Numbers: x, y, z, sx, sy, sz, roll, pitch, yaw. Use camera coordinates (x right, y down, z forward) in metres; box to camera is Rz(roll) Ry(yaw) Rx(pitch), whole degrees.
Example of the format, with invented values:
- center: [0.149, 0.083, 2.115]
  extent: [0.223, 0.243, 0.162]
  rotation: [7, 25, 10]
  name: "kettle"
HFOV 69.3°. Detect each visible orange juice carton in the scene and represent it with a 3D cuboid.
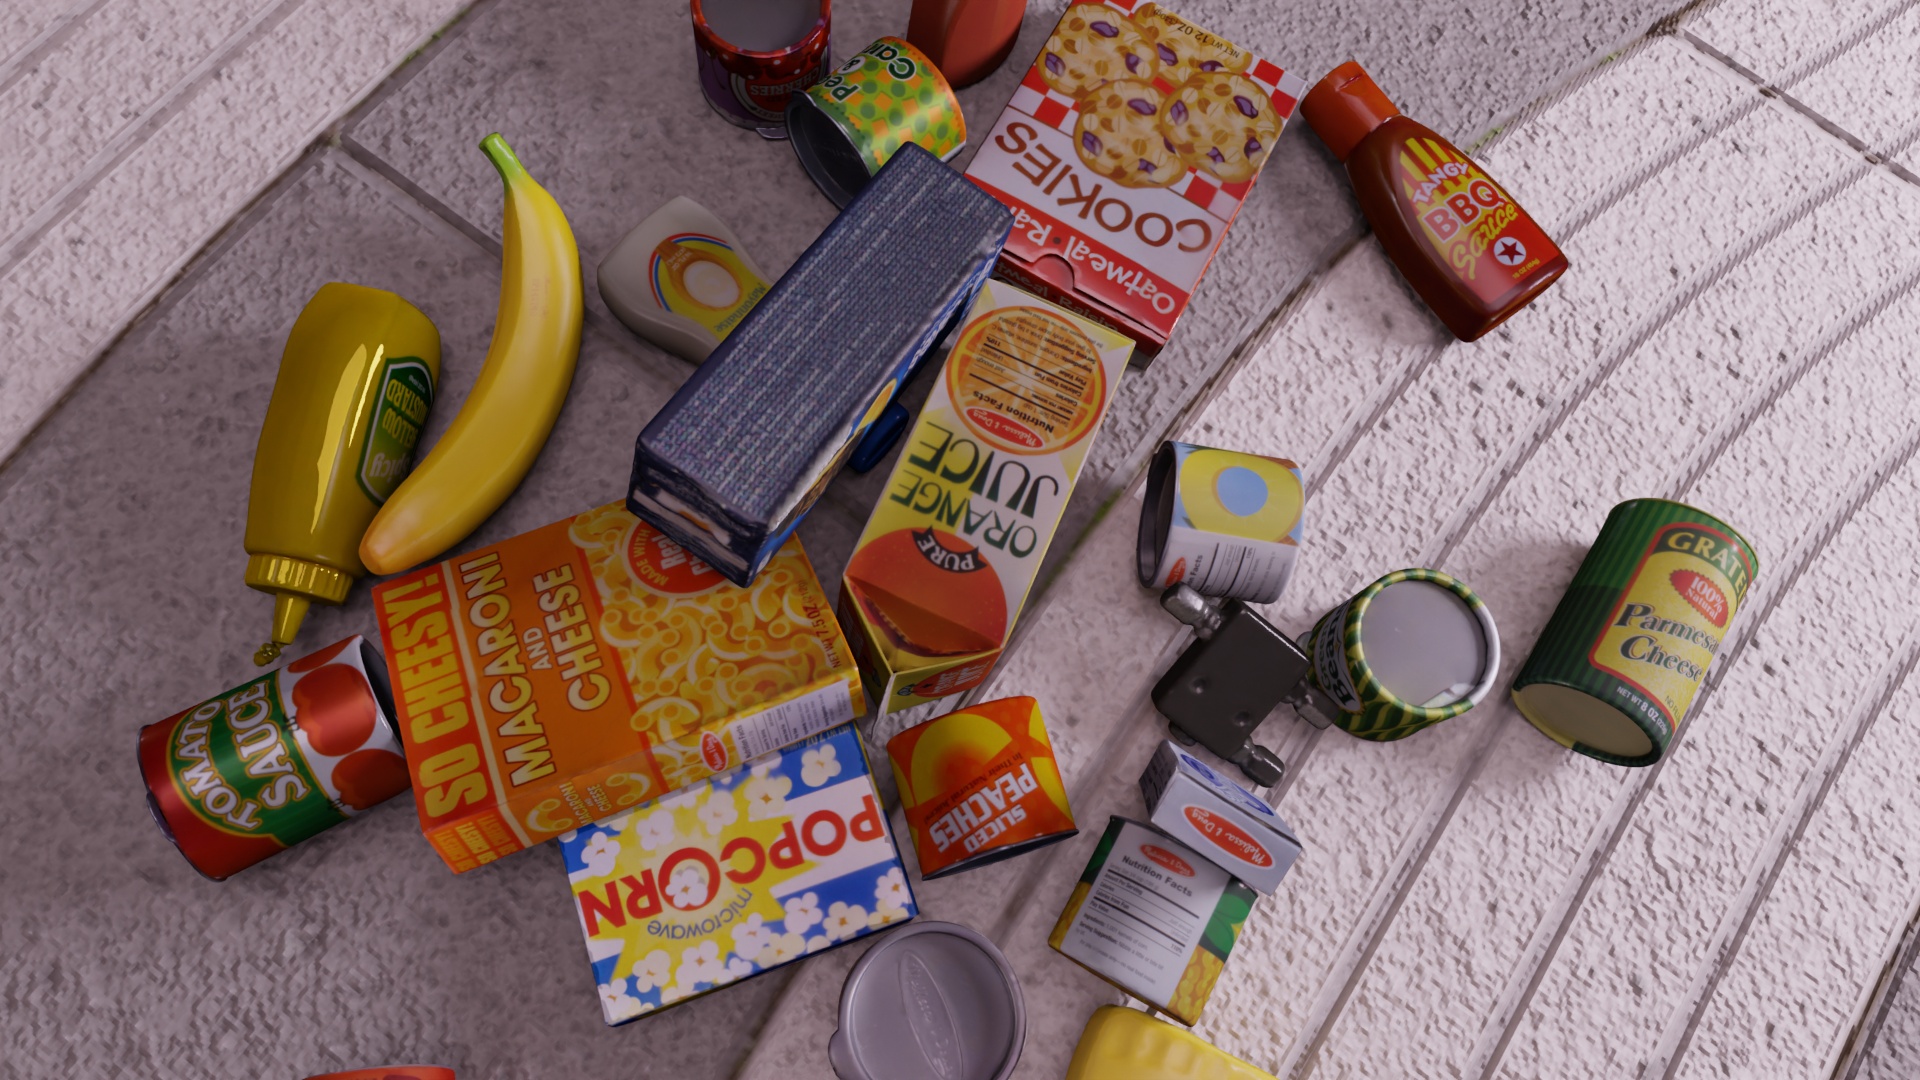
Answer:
- center: [0.002, -0.007, 0.595]
  extent: [0.073, 0.071, 0.193]
  rotation: [24, 71, 0]
  name: "orange juice carton"

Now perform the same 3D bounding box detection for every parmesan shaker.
- center: [0.301, 0.043, 0.617]
  extent: [0.071, 0.071, 0.103]
  rotation: [35, 72, 5]
  name: "parmesan shaker"

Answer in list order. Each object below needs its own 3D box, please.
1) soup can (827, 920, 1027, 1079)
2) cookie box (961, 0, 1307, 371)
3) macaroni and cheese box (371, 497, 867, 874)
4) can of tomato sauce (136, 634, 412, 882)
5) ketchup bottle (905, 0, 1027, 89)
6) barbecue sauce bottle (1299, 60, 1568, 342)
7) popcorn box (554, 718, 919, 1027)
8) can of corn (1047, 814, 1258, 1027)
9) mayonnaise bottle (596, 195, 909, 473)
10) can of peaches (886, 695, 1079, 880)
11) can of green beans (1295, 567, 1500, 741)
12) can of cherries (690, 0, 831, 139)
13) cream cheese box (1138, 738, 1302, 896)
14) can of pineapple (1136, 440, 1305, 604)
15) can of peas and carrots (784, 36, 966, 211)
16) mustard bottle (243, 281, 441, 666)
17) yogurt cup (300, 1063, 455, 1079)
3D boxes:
- center: [-0.016, 0.181, 0.525]
  extent: [0.071, 0.083, 0.071]
  rotation: [2, 72, -6]
  name: "soup can"
- center: [0.077, -0.182, 0.677]
  extent: [0.123, 0.040, 0.168]
  rotation: [29, 71, 3]
  name: "cookie box"
- center: [-0.138, 0.045, 0.559]
  extent: [0.167, 0.040, 0.124]
  rotation: [-20, 54, -12]
  name: "macaroni and cheese box"
- center: [-0.259, 0.082, 0.537]
  extent: [0.083, 0.071, 0.071]
  rotation: [-26, 77, -14]
  name: "can of tomato sauce"
- center: [0.010, -0.273, 0.642]
  extent: [0.065, 0.148, 0.043]
  rotation: [-42, 83, -16]
  name: "ketchup bottle"
- center: [0.229, -0.172, 0.690]
  extent: [0.065, 0.043, 0.149]
  rotation: [-34, 78, -14]
  name: "barbecue sauce bottle"
- center: [-0.090, 0.132, 0.557]
  extent: [0.127, 0.038, 0.085]
  rotation: [-17, 75, -11]
  name: "popcorn box"
- center: [0.077, 0.152, 0.556]
  extent: [0.071, 0.071, 0.058]
  rotation: [30, 75, 3]
  name: "can of corn"
- center: [-0.090, -0.089, 0.627]
  extent: [0.148, 0.041, 0.065]
  rotation: [39, 69, 6]
  name: "mayonnaise bottle"
- center: [0.008, 0.100, 0.562]
  extent: [0.071, 0.071, 0.058]
  rotation: [-14, 73, -11]
  name: "can of peaches"
- center: [0.191, 0.051, 0.605]
  extent: [0.071, 0.057, 0.071]
  rotation: [2, 72, -6]
  name: "can of green beans"
- center: [-0.093, -0.239, 0.667]
  extent: [0.071, 0.058, 0.071]
  rotation: [2, 72, -6]
  name: "can of cherries"
- center: [0.100, 0.107, 0.553]
  extent: [0.053, 0.104, 0.024]
  rotation: [32, 91, 5]
  name: "cream cheese box"
- center: [0.114, -0.009, 0.612]
  extent: [0.058, 0.070, 0.071]
  rotation: [9, 72, -4]
  name: "can of pineapple"
- center: [-0.041, -0.195, 0.653]
  extent: [0.059, 0.070, 0.071]
  rotation: [-41, 81, -17]
  name: "can of peas and carrots"
- center: [-0.261, -0.024, 0.577]
  extent: [0.049, 0.065, 0.160]
  rotation: [9, 76, 6]
  name: "mustard bottle"
- center: [-0.212, 0.221, 0.502]
  extent: [0.072, 0.072, 0.054]
  rotation: [-4, 65, -8]
  name: "yogurt cup"
